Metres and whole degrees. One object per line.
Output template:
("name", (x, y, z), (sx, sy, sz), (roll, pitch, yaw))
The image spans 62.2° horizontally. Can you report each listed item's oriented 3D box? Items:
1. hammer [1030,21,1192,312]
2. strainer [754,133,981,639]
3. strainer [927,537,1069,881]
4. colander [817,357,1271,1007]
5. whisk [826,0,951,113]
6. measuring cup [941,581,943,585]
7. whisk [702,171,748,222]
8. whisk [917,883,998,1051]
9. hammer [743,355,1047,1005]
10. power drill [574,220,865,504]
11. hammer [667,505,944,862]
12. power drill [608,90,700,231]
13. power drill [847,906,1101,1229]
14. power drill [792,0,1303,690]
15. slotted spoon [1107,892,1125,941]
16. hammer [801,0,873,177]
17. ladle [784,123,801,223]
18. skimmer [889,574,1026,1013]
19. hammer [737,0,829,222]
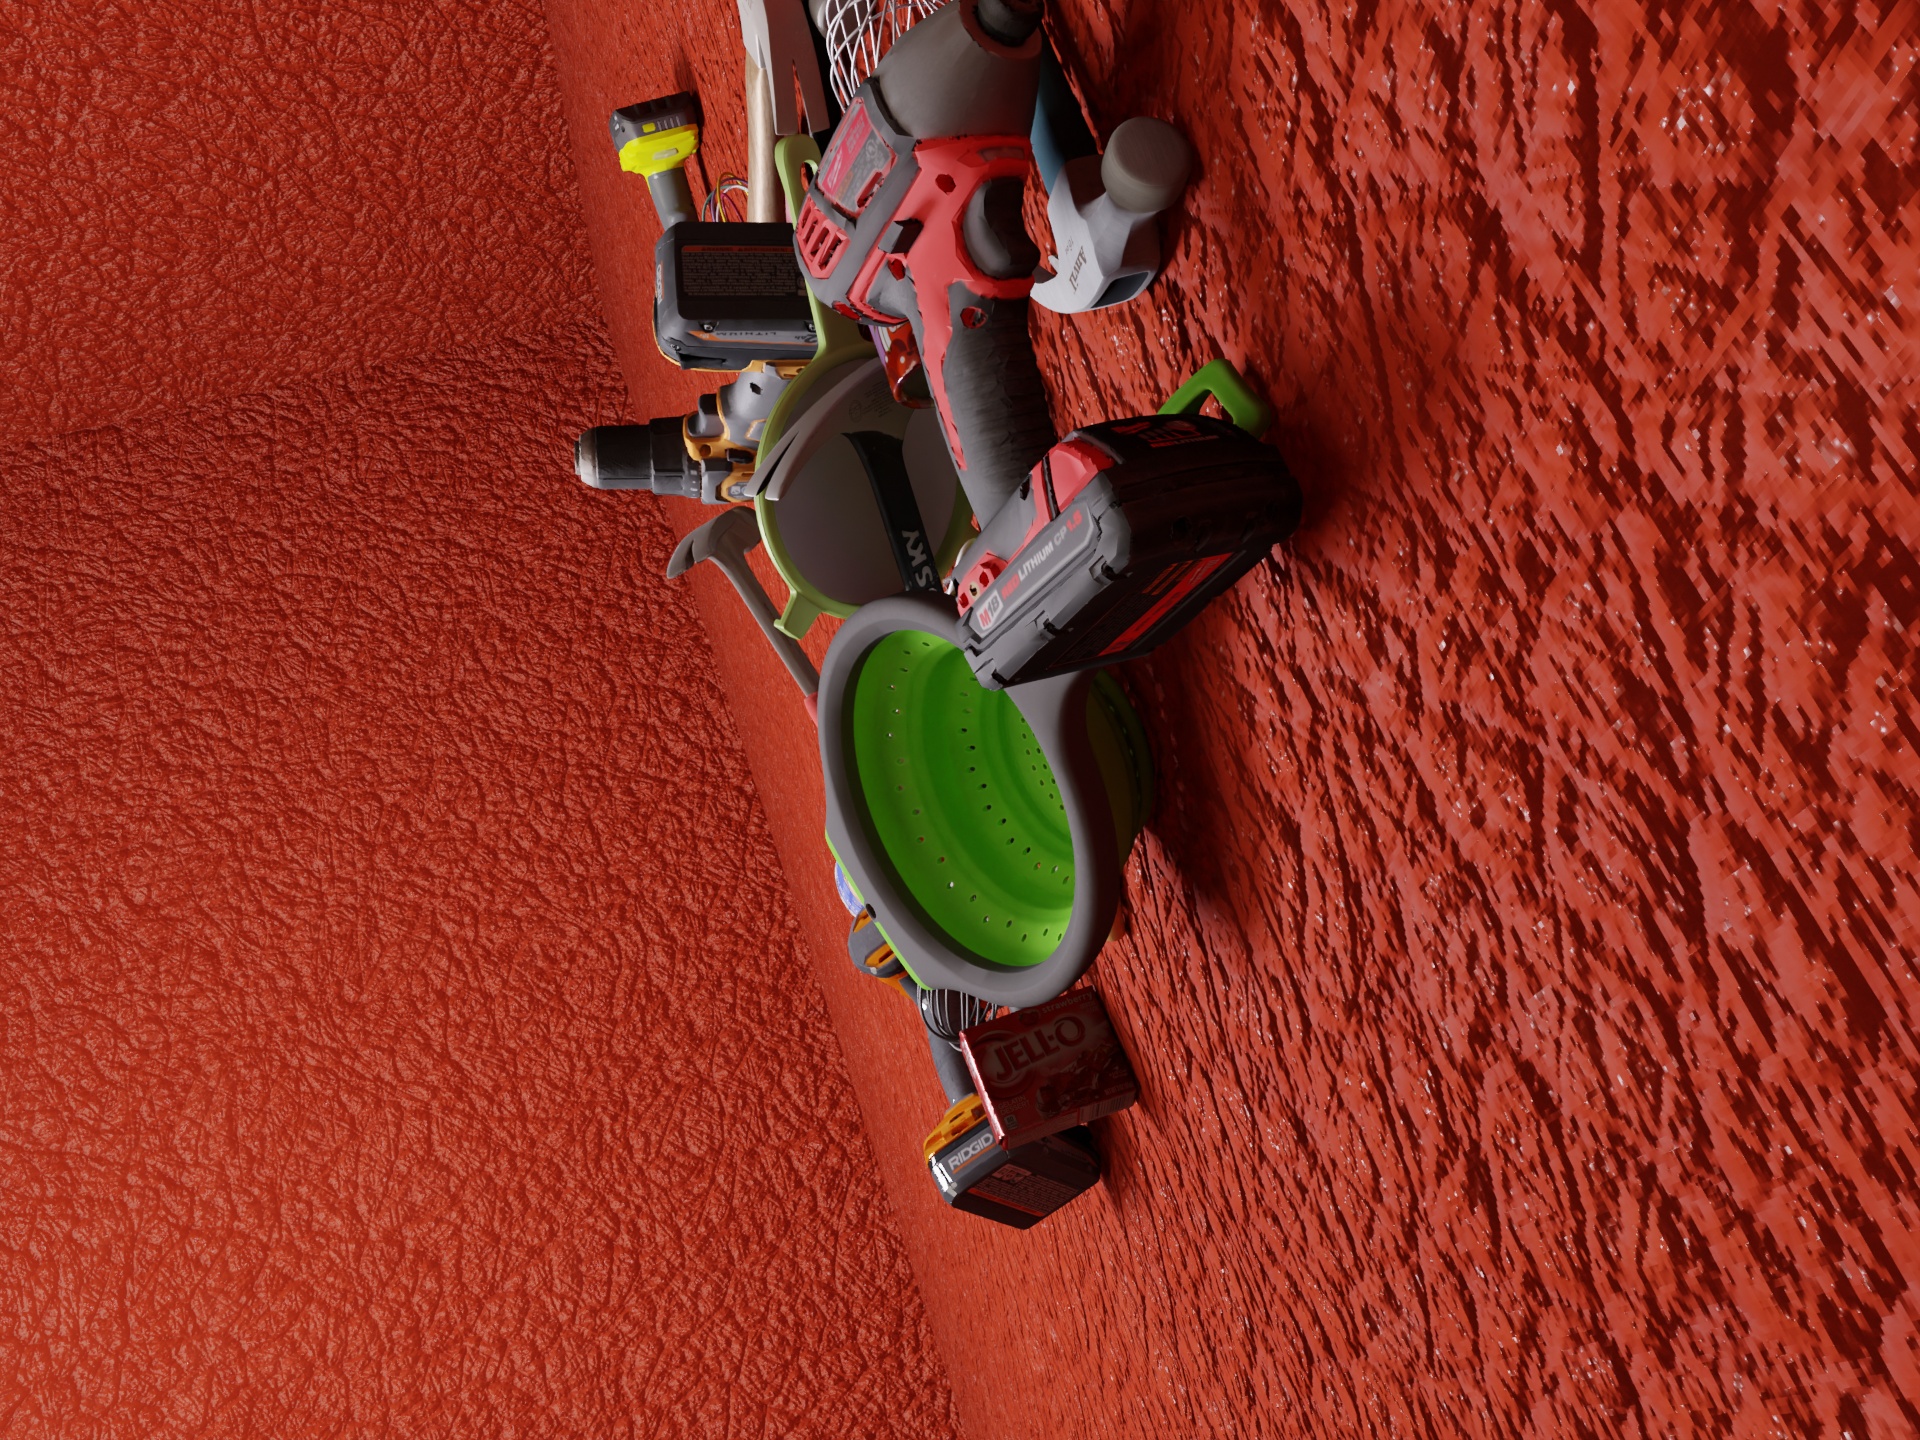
("hammer", (0.009, -0.310, 0.633), (0.128, 0.033, 0.331), (114, 139, -70))
("strainer", (-0.076, -0.181, 0.864), (0.069, 0.151, 0.256), (13, 122, 48))
("strainer", (0.027, 0.006, 0.877), (0.050, 0.087, 0.258), (22, 141, 46))
("colander", (0.054, -0.017, 0.708), (0.205, 0.094, 0.397), (55, 144, 18))
("whisk", (-0.033, -0.285, 0.813), (0.284, 0.070, 0.070), (97, 154, -73))
("measuring cup", (-0.031, -0.151, 1.031), (0.062, 0.029, 0.157), (97, 152, -61))
("whisk", (-0.129, -0.269, 1.128), (0.047, 0.051, 0.245), (-141, 33, -85))
("whisk", (0.003, 0.097, 0.985), (0.055, 0.055, 0.239), (-134, 45, -66))
("hammer", (-0.001, -0.003, 0.903), (0.036, 0.149, 0.408), (16, 132, 47))
("power drill", (-0.152, -0.209, 0.993), (0.226, 0.185, 0.084), (111, 154, -65))
("hammer", (-0.072, 0.023, 1.059), (0.359, 0.036, 0.149), (58, -167, -13))
("power drill", (-0.271, -0.490, 1.565), (0.171, 0.080, 0.223), (-141, 33, -71))
("power drill", (0.014, 0.240, 1.133), (0.164, 0.084, 0.227), (36, -159, -47))
("power drill", (0.020, -0.135, 0.548), (0.143, 0.078, 0.220), (-44, 65, 53))
("slotted spoon", (0.051, -0.023, 0.822), (0.070, 0.031, 0.313), (-119, 15, -69))
("hammer", (-0.084, -0.332, 1.015), (0.334, 0.035, 0.146), (88, 161, -49))
("ladle", (-0.094, -0.271, 1.155), (0.069, 0.031, 0.315), (-86, -16, -66))
("skimmer", (0.032, 0.087, 1.045), (0.363, 0.090, 0.127), (65, 161, -7))
("hammer", (-0.120, -0.307, 0.995), (0.331, 0.031, 0.130), (98, 152, -51))
